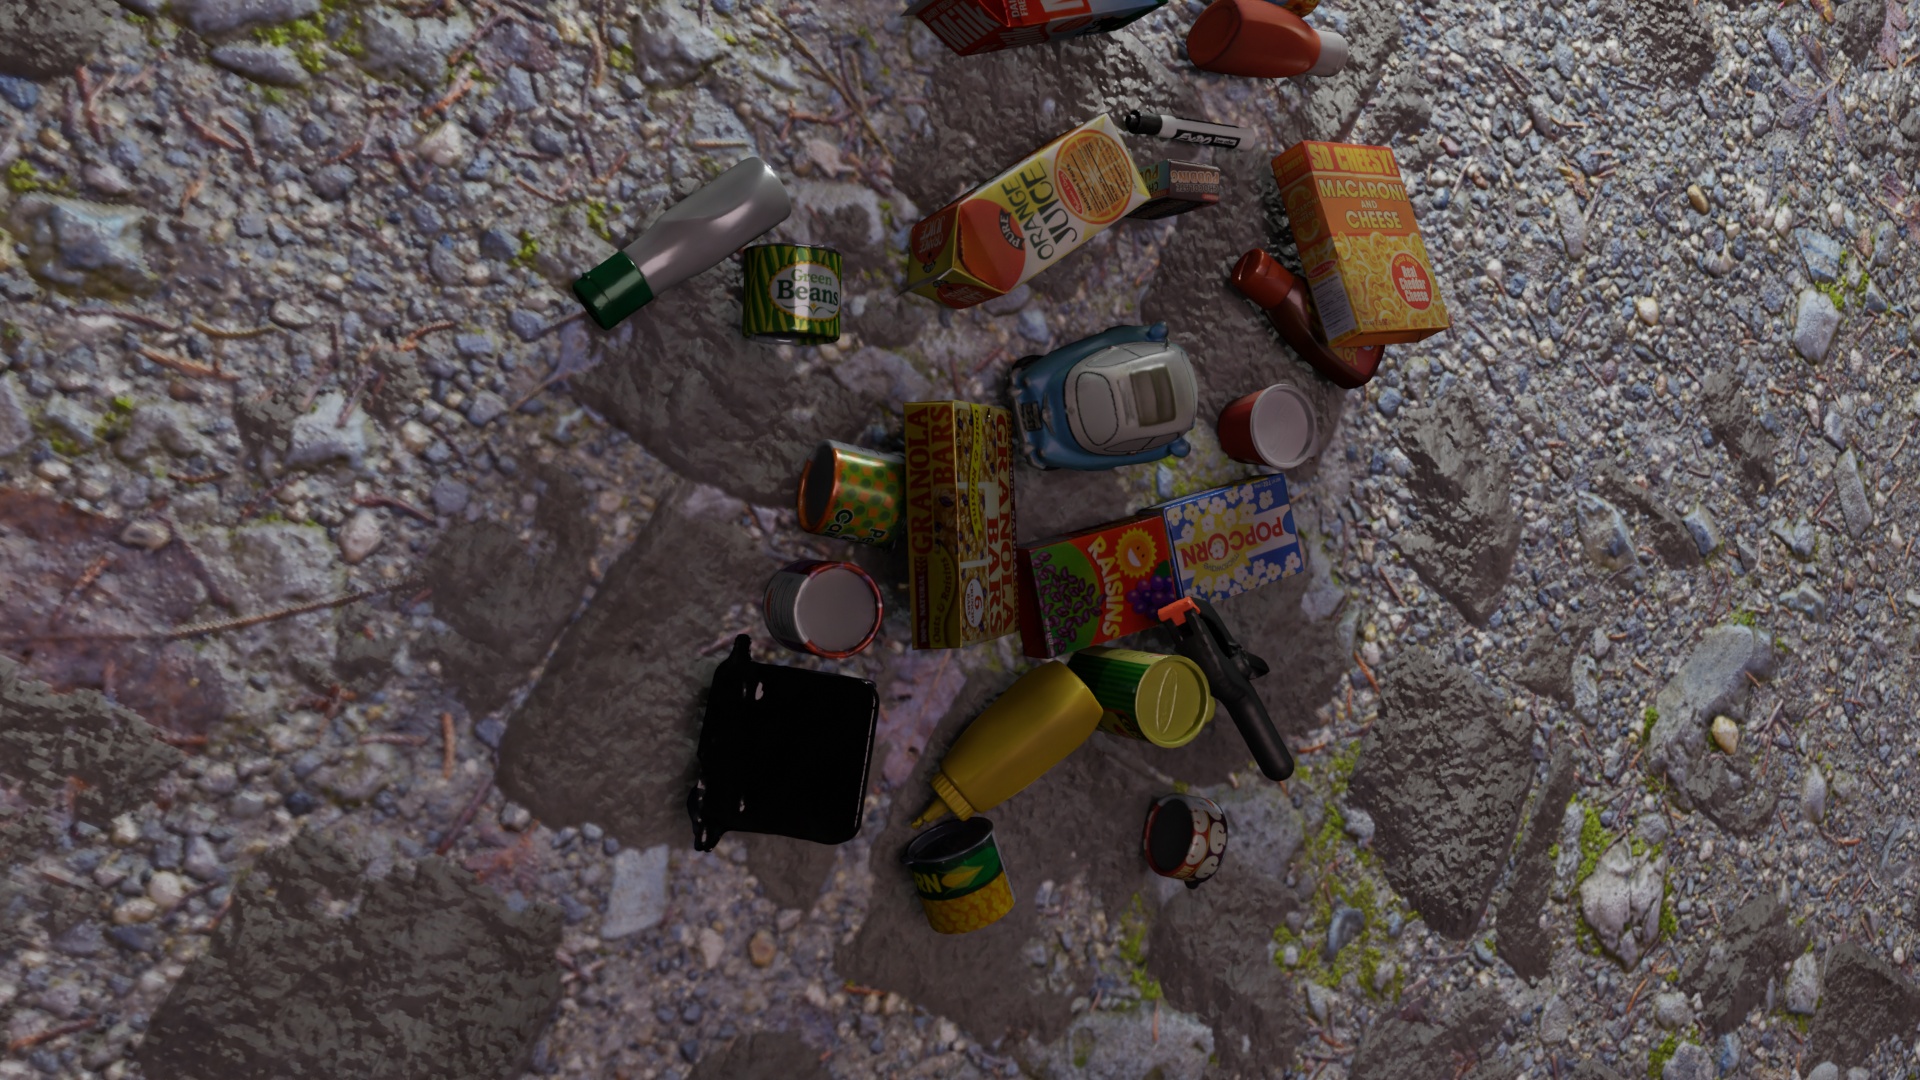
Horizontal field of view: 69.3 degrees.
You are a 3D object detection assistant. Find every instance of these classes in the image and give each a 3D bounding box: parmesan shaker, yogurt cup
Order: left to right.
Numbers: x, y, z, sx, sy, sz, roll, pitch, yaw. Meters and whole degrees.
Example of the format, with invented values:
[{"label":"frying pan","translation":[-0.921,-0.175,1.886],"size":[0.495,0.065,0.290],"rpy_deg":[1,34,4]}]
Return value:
[{"label":"parmesan shaker","translation":[0.131,0.116,1.036],"size":[0.071,0.103,0.071],"rpy_deg":[0,90,-28]},{"label":"yogurt cup","translation":[0.247,-0.091,1.129],"size":[0.072,0.054,0.072],"rpy_deg":[0,90,-28]}]

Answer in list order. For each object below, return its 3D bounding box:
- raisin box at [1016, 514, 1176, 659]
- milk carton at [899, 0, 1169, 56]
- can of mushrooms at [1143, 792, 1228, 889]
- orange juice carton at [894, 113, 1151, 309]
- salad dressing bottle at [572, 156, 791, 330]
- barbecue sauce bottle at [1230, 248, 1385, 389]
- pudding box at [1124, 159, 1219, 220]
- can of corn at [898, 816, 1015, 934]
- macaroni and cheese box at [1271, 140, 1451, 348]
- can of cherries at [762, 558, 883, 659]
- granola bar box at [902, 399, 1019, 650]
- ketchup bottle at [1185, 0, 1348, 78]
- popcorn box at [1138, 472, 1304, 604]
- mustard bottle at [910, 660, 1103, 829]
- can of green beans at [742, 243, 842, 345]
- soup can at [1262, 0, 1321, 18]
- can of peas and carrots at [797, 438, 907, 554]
[{"label":"raisin box","translation":[0.102,0.034,1.058],"size":[0.124,0.040,0.086],"rpy_deg":[-14,96,-27]},{"label":"milk carton","translation":[0.052,-0.407,1.016],"size":[0.191,0.072,0.073],"rpy_deg":[-20,99,-27]},{"label":"can of mushrooms","translation":[0.174,0.233,1.079],"size":[0.033,0.071,0.071],"rpy_deg":[18,82,-27]},{"label":"orange juice carton","translation":[0.038,-0.229,1.008],"size":[0.193,0.071,0.073],"rpy_deg":[-37,106,-24]},{"label":"salad dressing bottle","translation":[-0.180,-0.191,0.899],"size":[0.148,0.064,0.043],"rpy_deg":[-38,126,-15]},{"label":"barbecue sauce bottle","translation":[0.289,-0.188,1.159],"size":[0.148,0.043,0.065],"rpy_deg":[31,70,-24]},{"label":"pudding box","translation":[0.154,-0.268,1.065],"size":[0.050,0.083,0.030],"rpy_deg":[-1,93,-29]},{"label":"can of corn","translation":[-0.002,0.238,0.985],"size":[0.071,0.071,0.058],"rpy_deg":[-23,101,-26]},{"label":"macaroni and cheese box","translation":[0.332,-0.246,1.156],"size":[0.124,0.040,0.166],"rpy_deg":[-8,79,-37]},{"label":"can of cherries","translation":[-0.091,0.045,0.943],"size":[0.071,0.058,0.071],"rpy_deg":[0,90,-28]},{"label":"granola bar box","translation":[0.003,-0.012,0.967],"size":[0.124,0.039,0.165],"rpy_deg":[-5,93,-70]},{"label":"ketchup bottle","translation":[0.256,-0.405,1.135],"size":[0.149,0.064,0.043],"rpy_deg":[-5,69,-37]},{"label":"popcorn box","translation":[0.210,0.001,1.117],"size":[0.127,0.038,0.085],"rpy_deg":[-16,96,-27]},{"label":"mustard bottle","translation":[0.027,0.156,1.003],"size":[0.160,0.065,0.048],"rpy_deg":[-39,122,-5]},{"label":"can of green beans","translation":[-0.113,-0.163,0.929],"size":[0.071,0.071,0.058],"rpy_deg":[1,89,-28]},{"label":"soup can","translation":[0.250,-0.465,1.125],"size":[0.084,0.071,0.071],"rpy_deg":[2,89,-28]},{"label":"can of peas and carrots","translation":[-0.073,-0.030,0.948],"size":[0.059,0.071,0.071],"rpy_deg":[12,84,-27]}]
